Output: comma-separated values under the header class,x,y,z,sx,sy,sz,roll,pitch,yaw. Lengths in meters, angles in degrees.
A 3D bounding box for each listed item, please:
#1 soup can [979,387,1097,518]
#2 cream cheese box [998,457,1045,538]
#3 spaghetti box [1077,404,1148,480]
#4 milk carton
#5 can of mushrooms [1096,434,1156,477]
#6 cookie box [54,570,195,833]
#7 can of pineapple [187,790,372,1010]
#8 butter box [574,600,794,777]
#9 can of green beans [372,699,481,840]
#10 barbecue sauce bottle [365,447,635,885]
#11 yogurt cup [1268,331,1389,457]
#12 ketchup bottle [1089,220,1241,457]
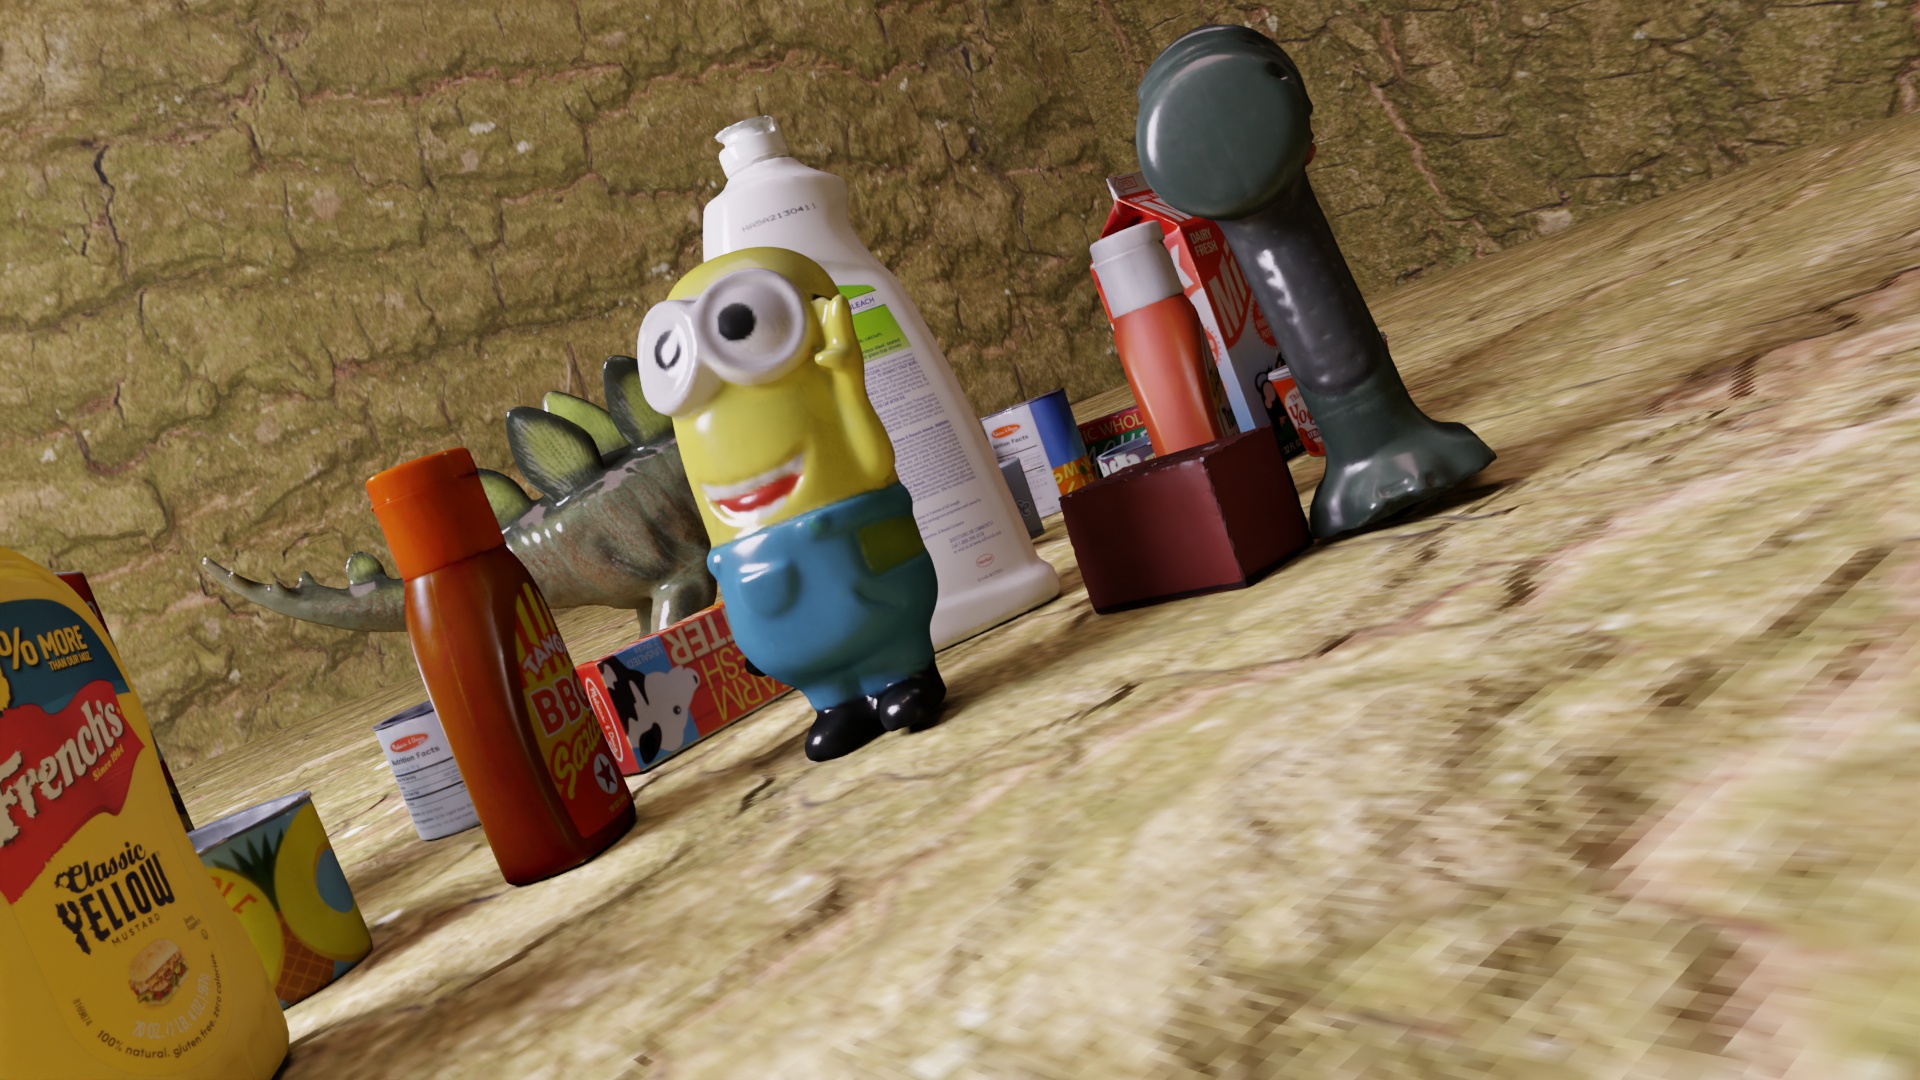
class,x,y,z,sx,sy,sz,roll,pitch,yaw
soup can,0.061,-0.064,1.030,0.071,0.083,0.071,-21,5,2
cream cheese box,0.003,-0.011,0.890,0.104,0.053,0.024,-24,6,-32
spaghetti box,0.162,-0.085,1.039,0.249,0.050,0.029,-17,7,38
milk carton,0.142,-0.132,0.835,0.073,0.190,0.072,-16,7,46
can of mushrooms,0.128,-0.053,0.932,0.071,0.033,0.071,-21,5,2
cookie box,-0.339,0.096,0.518,0.040,0.167,0.123,-22,5,-11
can of pineapple,-0.235,0.122,0.452,0.071,0.058,0.071,-21,5,2
butter box,-0.122,0.063,0.637,0.024,0.053,0.104,-17,7,43
can of green beans,-0.232,0.100,0.653,0.071,0.057,0.071,-21,5,2
barbecue sauce bottle,-0.164,0.042,0.490,0.043,0.148,0.065,-20,5,8
yogurt cup,0.213,-0.081,0.779,0.072,0.054,0.072,-21,5,2
ketchup bottle,0.104,-0.080,0.680,0.043,0.148,0.065,-20,5,17
